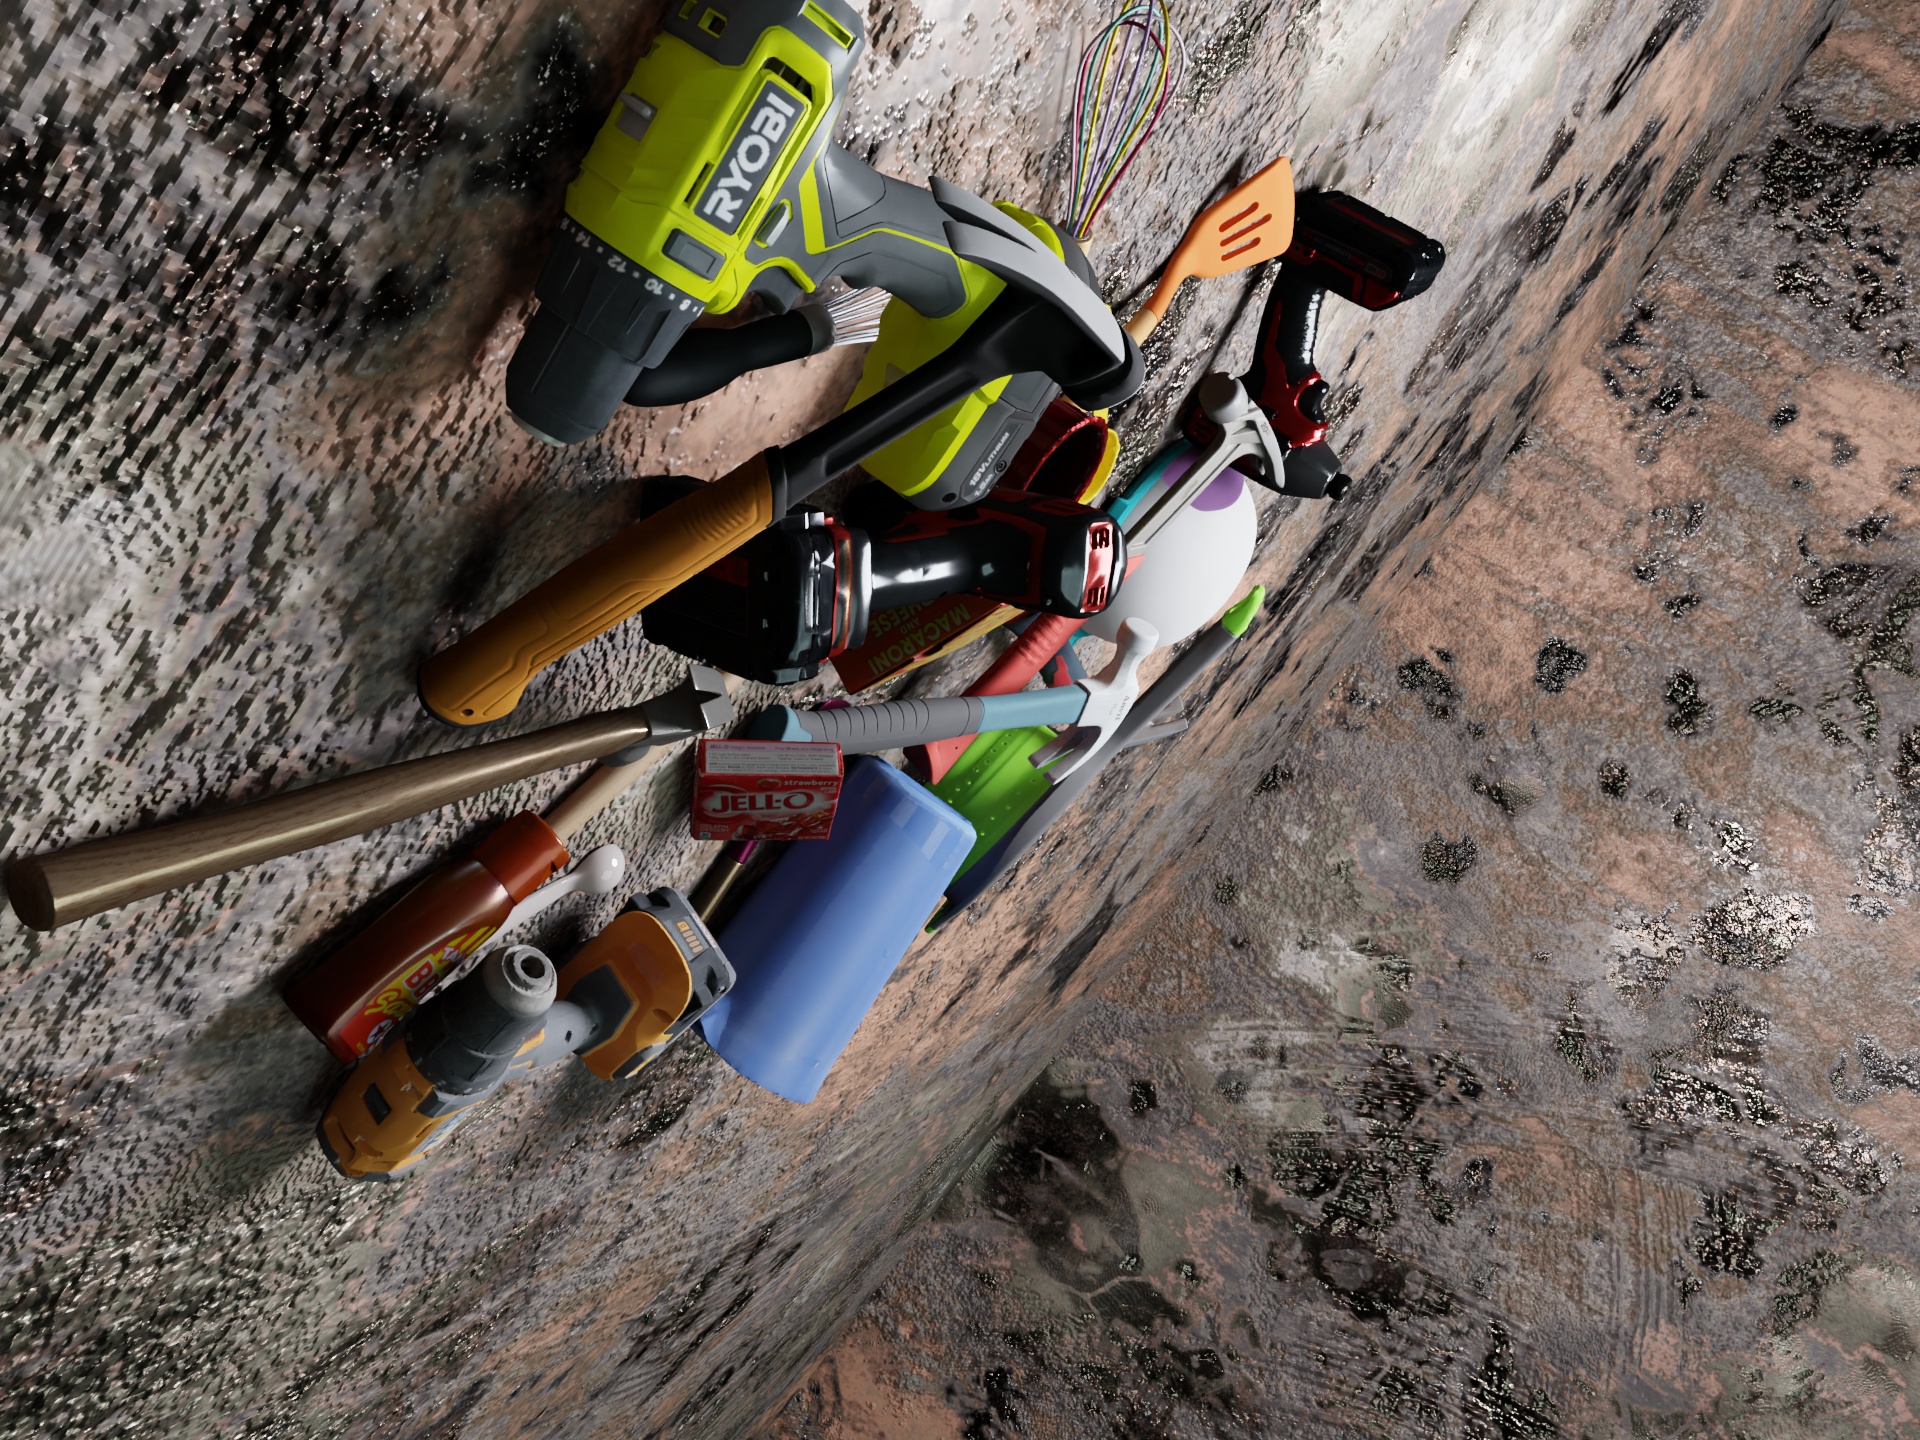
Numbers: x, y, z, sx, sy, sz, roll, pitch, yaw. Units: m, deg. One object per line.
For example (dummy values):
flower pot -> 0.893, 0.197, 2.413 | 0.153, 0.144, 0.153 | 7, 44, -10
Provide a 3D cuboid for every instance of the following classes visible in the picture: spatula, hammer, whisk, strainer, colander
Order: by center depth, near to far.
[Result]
hammer -> -0.097, -0.083, 0.625 | 0.337, 0.034, 0.127 | -28, 153, 24
hammer -> -0.231, 0.027, 0.692 | 0.130, 0.031, 0.331 | -19, 180, 41
whisk -> -0.048, -0.190, 0.750 | 0.284, 0.070, 0.070 | -29, 152, -40
whisk -> 0.069, -0.284, 0.873 | 0.051, 0.047, 0.244 | -41, 163, -34
spatula -> -0.131, -0.012, 0.904 | 0.317, 0.044, 0.082 | -43, -166, -18
spatula -> 0.117, -0.245, 1.036 | 0.323, 0.041, 0.080 | -51, 151, -20
hammer -> -0.002, -0.004, 1.097 | 0.331, 0.033, 0.128 | -7, 129, -40
hammer -> 0.096, -0.090, 1.173 | 0.359, 0.037, 0.149 | -46, 151, 2
colander -> 0.079, 0.007, 1.284 | 0.397, 0.094, 0.204 | -46, 179, 25
hammer -> 0.103, -0.042, 1.347 | 0.143, 0.038, 0.386 | -15, 160, 9
spatula -> 0.252, -0.247, 1.365 | 0.316, 0.060, 0.018 | -44, 174, -48
strainer -> 0.231, -0.168, 1.410 | 0.340, 0.095, 0.210 | -37, 157, -35

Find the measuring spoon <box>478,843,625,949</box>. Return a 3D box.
measuring spoon -> -0.239, 0.109, 0.917 | 0.124, 0.018, 0.034 | -33, 155, -44

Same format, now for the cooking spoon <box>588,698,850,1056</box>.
cooking spoon -> -0.170, 0.116, 1.103 | 0.319, 0.017, 0.068 | -55, 161, 8

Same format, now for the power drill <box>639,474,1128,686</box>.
power drill -> -0.052, -0.086, 0.804 | 0.226, 0.188, 0.080 | -12, 113, -42

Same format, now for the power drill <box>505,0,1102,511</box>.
power drill -> -0.060, -0.170, 0.644 | 0.228, 0.080, 0.190 | 19, 108, -50

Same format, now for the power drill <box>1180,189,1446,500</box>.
power drill -> 0.272, -0.279, 1.222 | 0.078, 0.143, 0.219 | -33, 152, -51

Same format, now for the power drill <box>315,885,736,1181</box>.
power drill -> -0.229, 0.164, 0.901 | 0.185, 0.084, 0.226 | -44, 166, 30

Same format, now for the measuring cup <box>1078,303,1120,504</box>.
measuring cup -> 0.084, -0.217, 1.083 | 0.062, 0.029, 0.156 | -43, 149, -34
